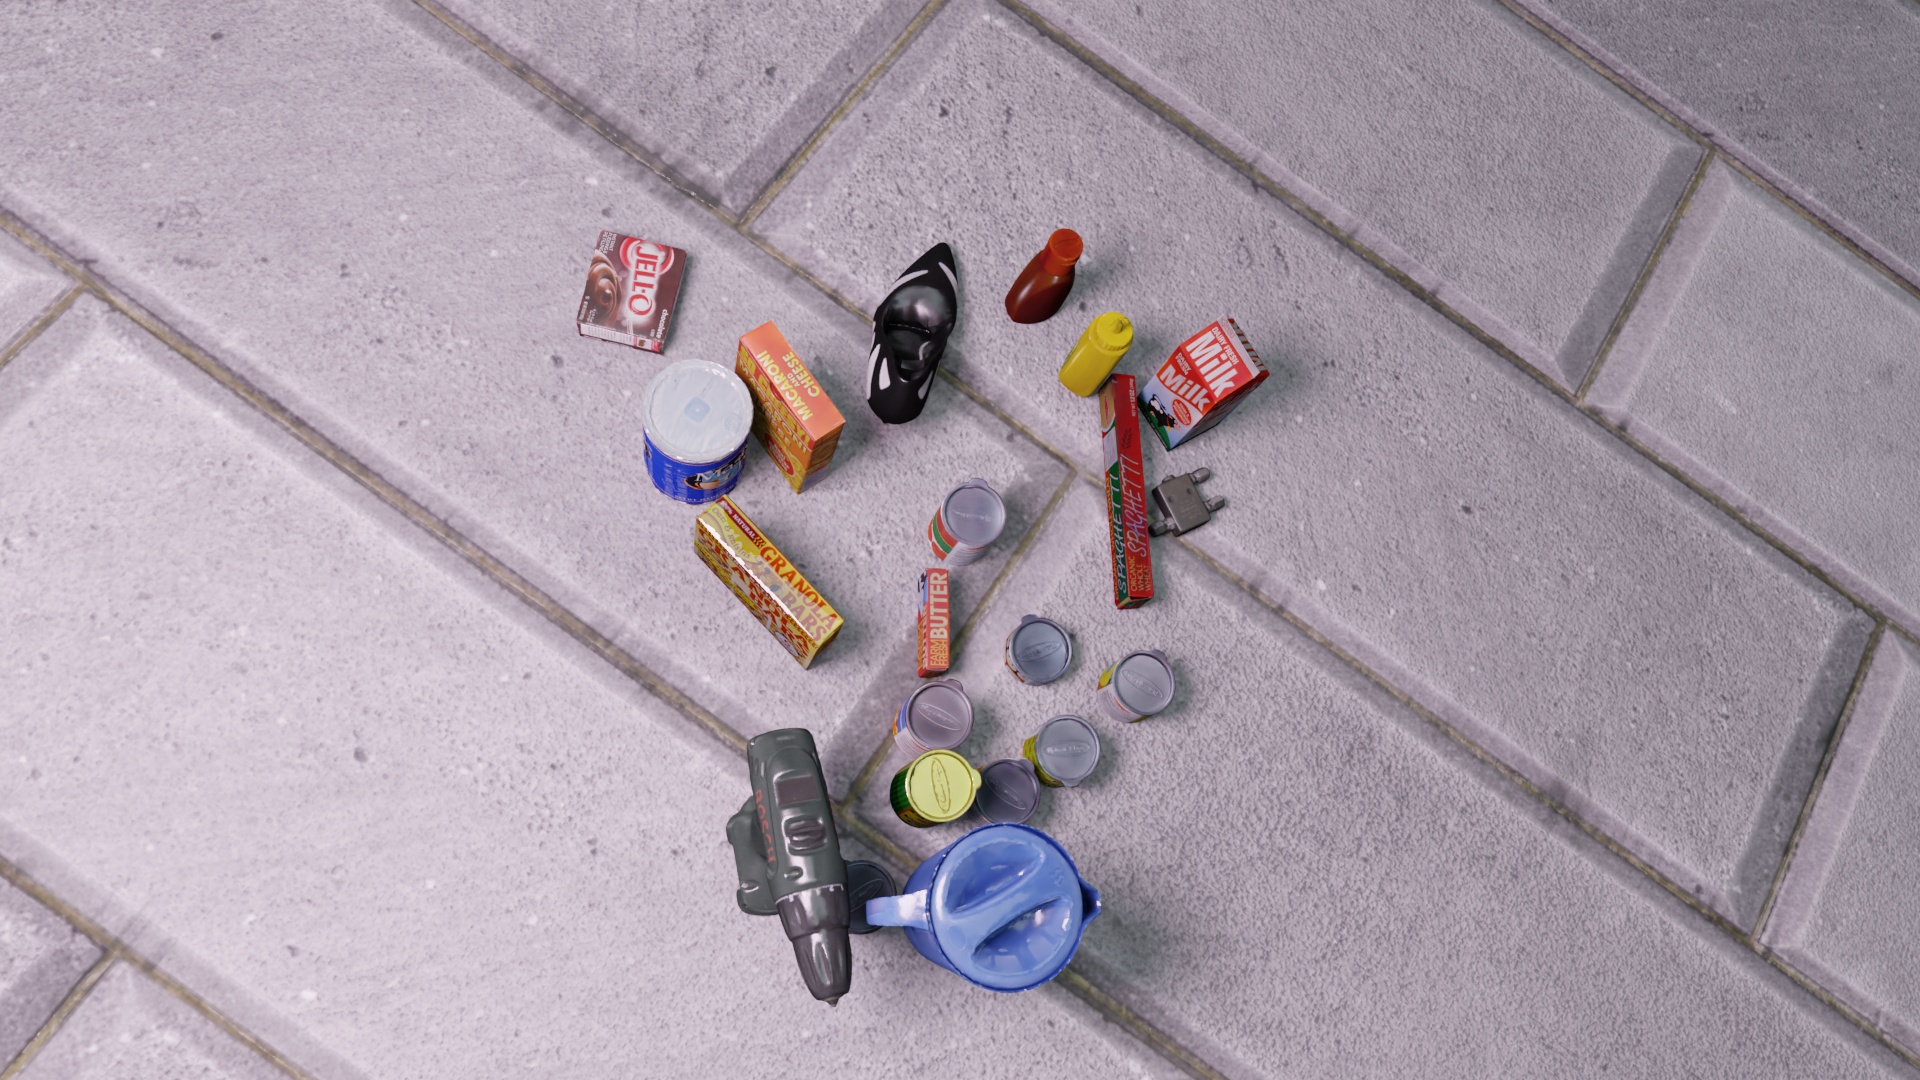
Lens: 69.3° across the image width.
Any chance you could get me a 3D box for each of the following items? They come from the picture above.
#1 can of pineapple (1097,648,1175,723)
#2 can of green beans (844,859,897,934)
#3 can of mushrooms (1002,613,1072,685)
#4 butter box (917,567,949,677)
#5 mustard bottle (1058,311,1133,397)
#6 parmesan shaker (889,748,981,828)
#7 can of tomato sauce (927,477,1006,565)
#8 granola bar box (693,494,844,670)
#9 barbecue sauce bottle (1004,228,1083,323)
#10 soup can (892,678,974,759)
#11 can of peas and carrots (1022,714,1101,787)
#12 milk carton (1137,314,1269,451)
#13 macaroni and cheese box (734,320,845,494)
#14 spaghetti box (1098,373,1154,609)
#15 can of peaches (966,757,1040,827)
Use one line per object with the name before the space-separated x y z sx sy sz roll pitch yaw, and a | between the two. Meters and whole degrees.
can of pineapple | 0.179 0.148 1.408 0.071 0.057 0.071 3 74 -11
can of green beans | -0.096 0.333 1.296 0.071 0.057 0.071 3 74 -11
can of mushrooms | 0.077 0.111 1.411 0.071 0.033 0.071 3 73 -11
butter box | -0.027 0.083 1.387 0.024 0.053 0.104 3 74 -11
mustard bottle | 0.148 -0.203 1.450 0.049 0.159 0.065 34 71 -1
parmesan shaker | -0.025 0.236 1.316 0.071 0.102 0.071 3 74 -11
can of tomato sauce | 0.005 -0.018 1.407 0.071 0.083 0.071 3 74 -11
granola bar box | -0.185 0.042 1.328 0.039 0.124 0.165 -42 86 -19
barbecue sauce bottle | 0.093 -0.279 1.467 0.065 0.148 0.044 -17 79 -16
soup can | -0.026 0.174 1.344 0.071 0.083 0.071 3 74 -11
can of peas and carrots | 0.100 0.211 1.373 0.071 0.058 0.071 3 74 -11
milk carton | 0.256 -0.167 1.447 0.074 0.190 0.072 -28 82 -18
macaroni and cheese box | -0.172 -0.126 1.357 0.040 0.166 0.124 -34 84 -18
spaghetti box | 0.174 -0.052 1.470 0.029 0.050 0.250 0 74 -12
can of peaches | 0.041 0.246 1.351 0.071 0.058 0.071 3 74 -11
